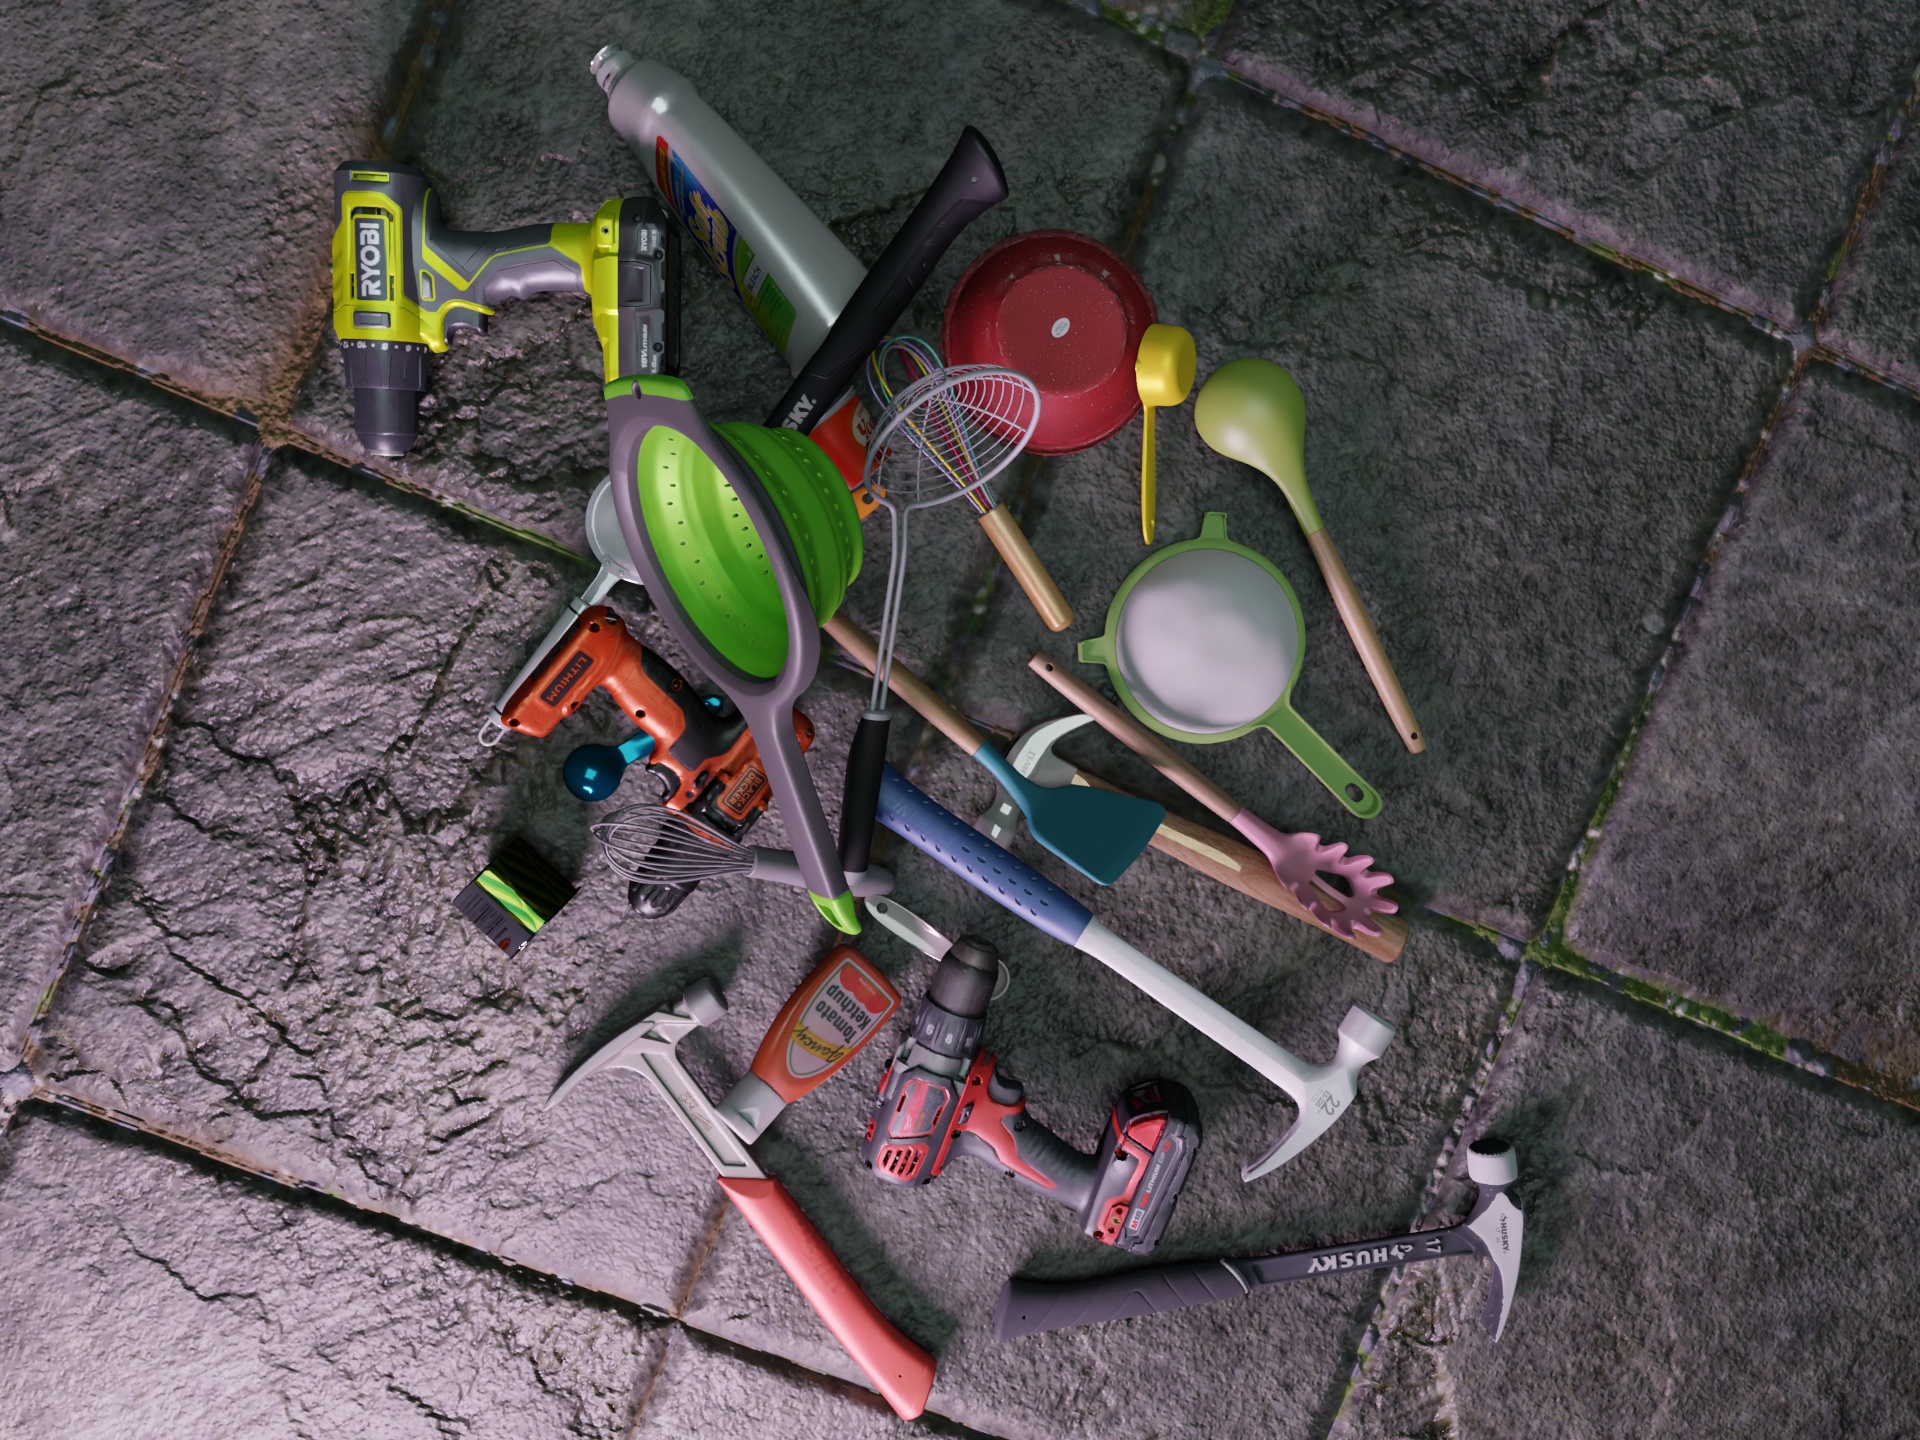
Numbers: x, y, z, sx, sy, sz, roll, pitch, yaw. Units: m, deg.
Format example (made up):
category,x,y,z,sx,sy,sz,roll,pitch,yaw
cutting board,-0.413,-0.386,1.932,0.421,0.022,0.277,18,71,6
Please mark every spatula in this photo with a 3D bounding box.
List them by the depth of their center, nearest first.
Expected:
category,x,y,z,sx,sy,sz,roll,pitch,yaw
spatula,-0.002,-0.004,1.122,0.317,0.044,0.082,40,58,4

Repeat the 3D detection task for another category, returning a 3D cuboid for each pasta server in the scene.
category,x,y,z,sx,sy,sz,roll,pitch,yaw
pasta server,0.177,0.050,1.133,0.316,0.040,0.060,37,79,-6

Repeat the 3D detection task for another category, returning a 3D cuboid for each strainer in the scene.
category,x,y,z,sx,sy,sz,roll,pitch,yaw
strainer,-0.260,-0.084,1.120,0.086,0.050,0.258,36,94,-18
strainer,0.219,-0.019,1.147,0.256,0.069,0.151,45,90,-5

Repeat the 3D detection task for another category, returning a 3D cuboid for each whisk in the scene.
category,x,y,z,sx,sy,sz,roll,pitch,yaw
whisk,-0.143,0.095,1.096,0.238,0.055,0.055,14,94,-35
whisk,0.012,-0.170,1.135,0.051,0.047,0.245,-32,101,10

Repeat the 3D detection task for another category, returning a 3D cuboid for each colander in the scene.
category,x,y,z,sx,sy,sz,roll,pitch,yaw
colander,-0.106,-0.046,1.033,0.094,0.205,0.396,-30,116,-29

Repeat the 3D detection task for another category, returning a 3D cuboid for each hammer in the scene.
category,x,y,z,sx,sy,sz,roll,pitch,yaw
hammer,-0.084,-0.237,1.028,0.146,0.035,0.334,33,117,-16
hammer,0.092,0.158,1.110,0.405,0.035,0.144,34,89,8
hammer,-0.143,0.370,1.165,0.149,0.037,0.359,-35,96,-1
hammer,0.182,0.094,1.172,0.331,0.031,0.130,25,93,-6
hammer,0.227,0.420,1.201,0.409,0.036,0.149,-8,96,-3

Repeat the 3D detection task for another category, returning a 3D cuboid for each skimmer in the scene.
category,x,y,z,sx,sy,sz,roll,pitch,yaw
skimmer,-0.028,-0.056,1.058,0.127,0.090,0.363,-2,106,-47

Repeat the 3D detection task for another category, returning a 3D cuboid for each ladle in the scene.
category,x,y,z,sx,sy,sz,roll,pitch,yaw
ladle,0.265,-0.117,1.164,0.078,0.062,0.320,-30,103,-3

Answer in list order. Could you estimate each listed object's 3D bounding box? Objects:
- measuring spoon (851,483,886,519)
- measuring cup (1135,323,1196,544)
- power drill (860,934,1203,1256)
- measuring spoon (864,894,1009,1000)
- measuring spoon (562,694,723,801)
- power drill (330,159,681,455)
category,x,y,z,sx,sy,sz,roll,pitch,yaw
measuring spoon,-0.103,-0.136,1.141,0.117,0.011,0.021,-32,96,-2
measuring cup,0.147,-0.203,1.136,0.029,0.062,0.156,7,106,27
power drill,0.057,0.270,1.149,0.226,0.080,0.188,20,99,-2
measuring spoon,-0.017,0.163,1.173,0.124,0.018,0.034,34,102,0
measuring spoon,-0.227,0.017,1.137,0.128,0.021,0.042,-30,96,-1
power drill,-0.310,-0.274,1.082,0.228,0.080,0.190,2,100,-3
